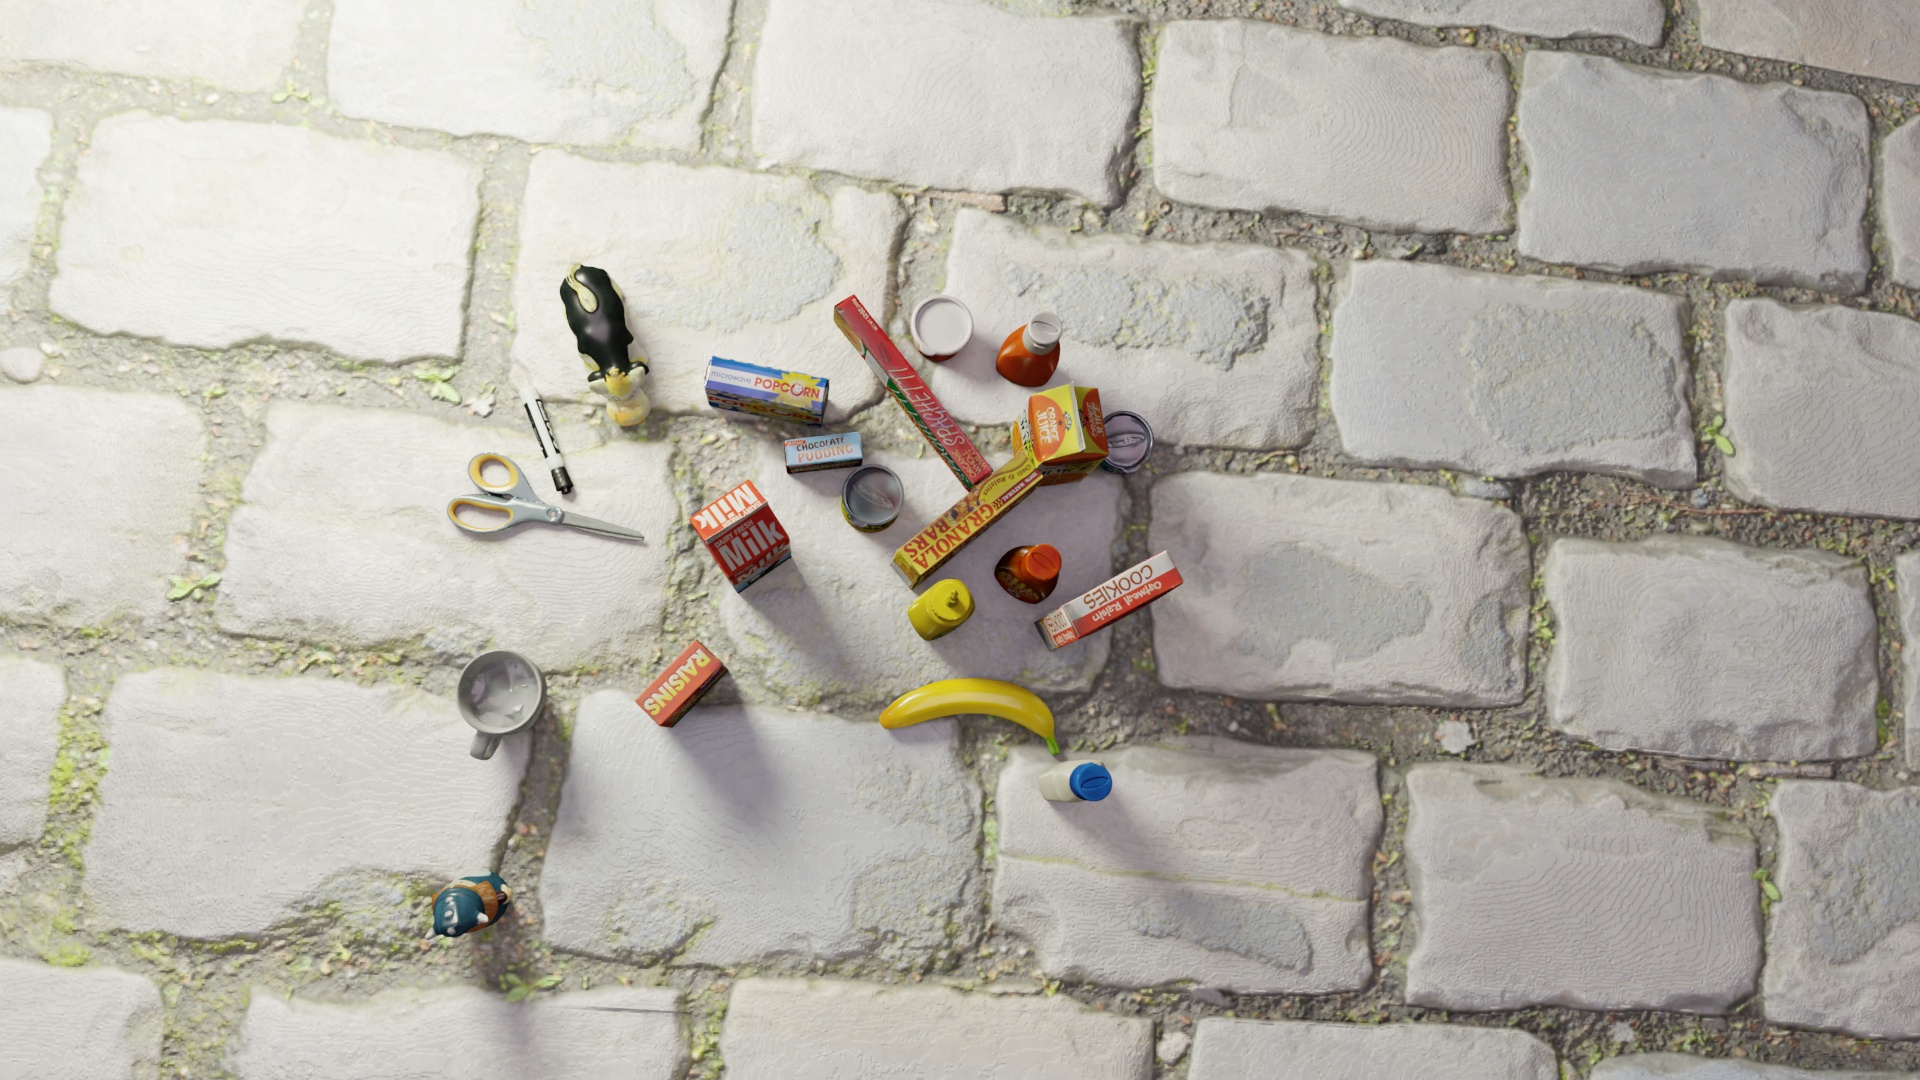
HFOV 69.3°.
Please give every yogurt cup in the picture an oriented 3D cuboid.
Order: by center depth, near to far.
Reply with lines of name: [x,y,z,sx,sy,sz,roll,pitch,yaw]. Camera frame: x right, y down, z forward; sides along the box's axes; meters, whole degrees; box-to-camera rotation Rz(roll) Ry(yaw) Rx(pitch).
yogurt cup: [-0.022,-0.229,1.523,0.072,0.054,0.072,1,81,-7]

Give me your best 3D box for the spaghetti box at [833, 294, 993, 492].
spaghetti box: [-0.052,-0.158,1.509,0.029,0.050,0.250,-38,87,-11]

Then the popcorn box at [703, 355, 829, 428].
popcorn box: [-0.205,-0.157,1.473,0.127,0.085,0.038,11,80,-5]

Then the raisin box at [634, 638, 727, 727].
raisin box: [-0.278,0.146,1.395,0.040,0.123,0.086,44,79,1]

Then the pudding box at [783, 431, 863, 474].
pudding box: [-0.147,-0.094,1.487,0.084,0.049,0.030,-7,82,-8]

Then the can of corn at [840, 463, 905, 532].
can of corn: [-0.096,-0.042,1.481,0.071,0.058,0.071,1,81,-7]

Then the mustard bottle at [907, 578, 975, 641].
mustard bottle: [-0.016,0.068,1.420,0.065,0.160,0.049,-32,86,-10]

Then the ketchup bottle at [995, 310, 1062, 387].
ketchup bottle: [0.078,-0.204,1.482,0.065,0.148,0.043,17,80,-4]

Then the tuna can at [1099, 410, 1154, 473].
tuna can: [0.179,-0.106,1.537,0.071,0.032,0.071,1,81,-7]

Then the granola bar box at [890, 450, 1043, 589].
granola bar box: [0.005,-0.018,1.455,0.166,0.124,0.039,-39,87,-11]

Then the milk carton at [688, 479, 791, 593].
milk carton: [-0.219,-0.005,1.392,0.072,0.190,0.073,-35,87,-10]

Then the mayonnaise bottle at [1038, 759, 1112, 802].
mayonnaise bottle: [0.121,0.245,1.413,0.065,0.148,0.041,-13,83,-8]

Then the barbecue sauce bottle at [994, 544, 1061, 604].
barbecue sauce bottle: [0.075,0.031,1.443,0.065,0.148,0.044,35,79,0]

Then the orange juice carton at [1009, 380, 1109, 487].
orange juice carton: [0.104,-0.108,1.447,0.073,0.192,0.072,-7,82,-8]

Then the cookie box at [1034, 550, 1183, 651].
cookie box: [0.150,0.066,1.436,0.123,0.167,0.040,-28,85,-10]
